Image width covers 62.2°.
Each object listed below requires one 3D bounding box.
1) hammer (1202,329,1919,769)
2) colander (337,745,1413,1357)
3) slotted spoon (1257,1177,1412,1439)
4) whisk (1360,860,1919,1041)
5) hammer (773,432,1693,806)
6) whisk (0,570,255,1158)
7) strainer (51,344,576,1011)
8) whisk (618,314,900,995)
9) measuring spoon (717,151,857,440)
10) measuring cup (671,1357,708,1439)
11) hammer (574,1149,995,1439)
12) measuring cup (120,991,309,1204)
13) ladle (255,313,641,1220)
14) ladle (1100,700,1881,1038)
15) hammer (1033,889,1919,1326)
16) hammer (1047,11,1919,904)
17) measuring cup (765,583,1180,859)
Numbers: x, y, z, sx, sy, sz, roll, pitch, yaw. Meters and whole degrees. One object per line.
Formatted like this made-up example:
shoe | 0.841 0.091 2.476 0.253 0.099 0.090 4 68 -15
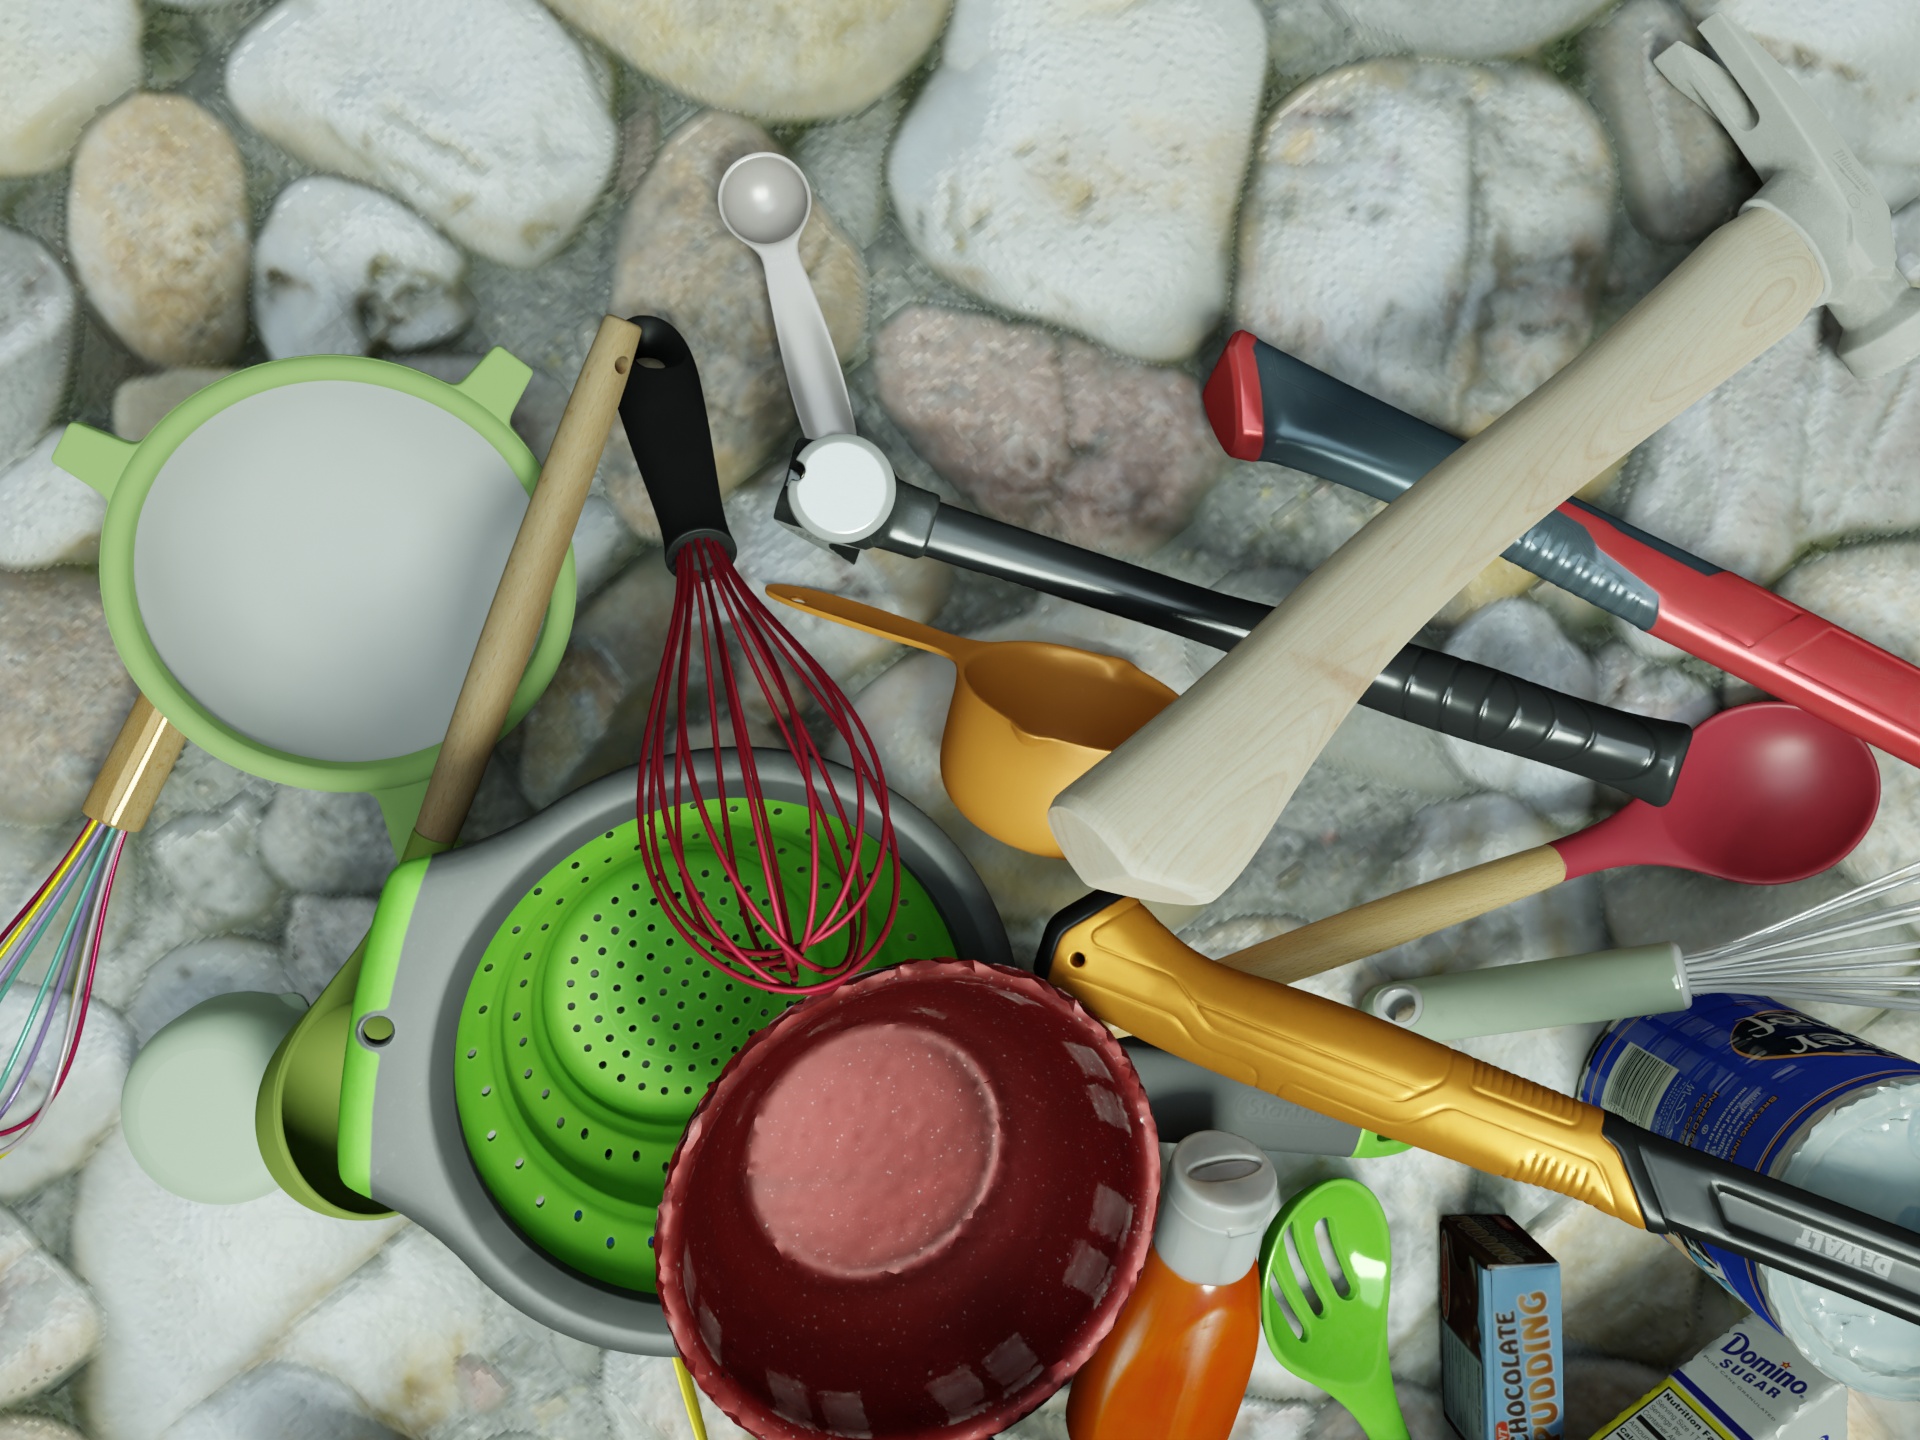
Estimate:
hammer | 0.273 -0.057 0.590 0.386 0.038 0.143 27 71 2
colander | -0.014 0.117 0.585 0.397 0.094 0.204 10 94 -20
slotted spoon | 0.180 0.317 0.617 0.070 0.031 0.313 -27 99 -30
whisk | 0.266 0.090 0.568 0.246 0.059 0.058 -13 59 23
hammer | 0.100 -0.031 0.552 0.334 0.146 0.035 17 93 -8
whisk | -0.322 0.057 0.590 0.047 0.051 0.245 27 88 -30
strainer | -0.208 -0.006 0.582 0.151 0.069 0.256 -15 111 -14
whisk | -0.079 -0.039 0.503 0.073 0.073 0.296 -20 51 -1
measuring spoon | -0.061 -0.149 0.598 0.034 0.018 0.124 -15 100 -1
measuring cup | -0.081 0.288 0.606 0.029 0.062 0.156 -18 83 -13
hammer | 0.020 0.285 0.584 0.405 0.144 0.035 34 61 5
measuring cup | -0.233 0.164 0.594 0.167 0.038 0.083 29 92 -1
ladle | -0.161 0.020 0.537 0.062 0.078 0.320 27 99 32
ladle | 0.195 0.061 0.580 0.315 0.031 0.069 -17 79 -13
hammer | 0.178 0.136 0.488 0.337 0.034 0.127 20 92 15
hammer | 0.176 -0.089 0.517 0.410 0.038 0.146 -38 92 -23
measuring cup | -0.001 -0.002 0.583 0.174 0.095 0.052 21 115 19
